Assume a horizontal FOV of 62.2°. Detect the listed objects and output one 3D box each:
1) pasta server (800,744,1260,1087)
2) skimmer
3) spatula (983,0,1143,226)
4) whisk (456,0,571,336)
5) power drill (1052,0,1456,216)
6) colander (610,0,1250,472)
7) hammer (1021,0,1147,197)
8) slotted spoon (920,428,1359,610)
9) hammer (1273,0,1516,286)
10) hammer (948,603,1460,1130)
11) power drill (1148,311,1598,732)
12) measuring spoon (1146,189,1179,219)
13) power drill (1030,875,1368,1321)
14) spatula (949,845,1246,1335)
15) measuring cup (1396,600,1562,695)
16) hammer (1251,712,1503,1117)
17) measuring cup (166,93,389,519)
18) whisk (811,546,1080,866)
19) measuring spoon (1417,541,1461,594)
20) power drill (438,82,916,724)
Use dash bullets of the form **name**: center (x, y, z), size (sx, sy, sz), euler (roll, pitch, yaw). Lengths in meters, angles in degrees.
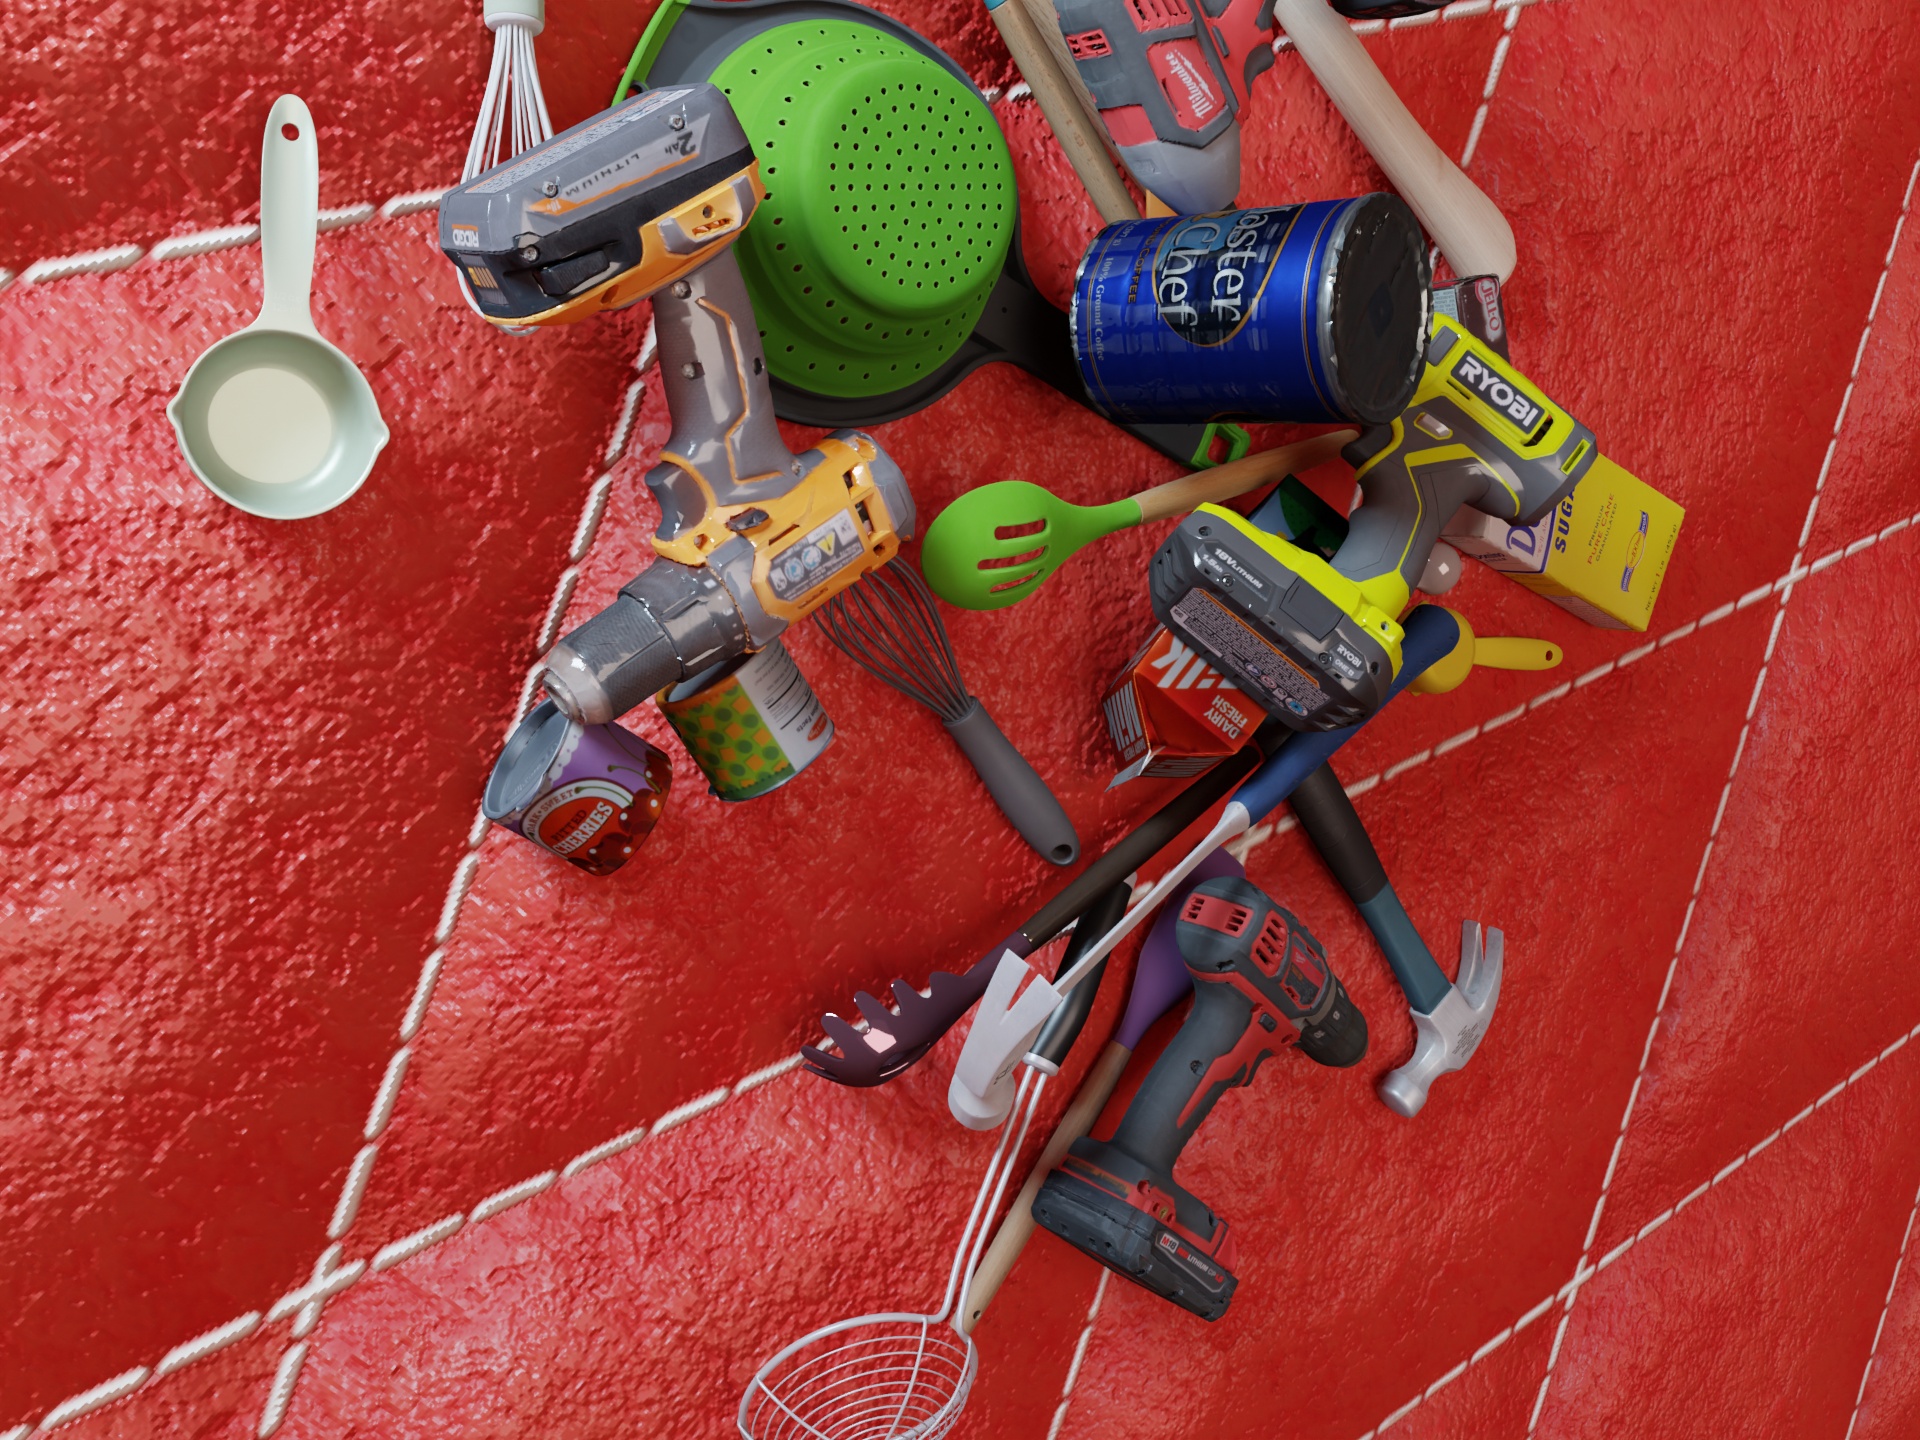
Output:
- **pasta server**: center (0.049, 0.099, 0.864), size (0.316, 0.040, 0.060), euler (-36, 154, -24)
- **skimmer**: center (0.000, 0.239, 0.872), size (0.127, 0.090, 0.363), euler (39, 67, -36)
- **spatula**: center (0.039, -0.327, 0.771), size (0.082, 0.044, 0.317), euler (-49, 119, -24)
- **whisk**: center (-0.191, -0.288, 0.677), size (0.059, 0.058, 0.246), euler (-6, 97, -65)
- **power drill**: center (0.155, -0.353, 0.791), size (0.220, 0.079, 0.143), euler (-43, 121, -15)
- **colander**: center (0.023, -0.213, 0.784), size (0.396, 0.094, 0.204), euler (23, 85, -31)
- **hammer**: center (0.058, -0.344, 0.824), size (0.331, 0.031, 0.130), euler (45, 74, -28)
- **slotted spoon**: center (0.112, -0.120, 0.857), size (0.313, 0.031, 0.070), euler (-21, 129, -33)
- **hammer**: center (0.194, -0.381, 0.884), size (0.410, 0.038, 0.146), euler (40, 62, -31)
- **hammer**: center (0.145, 0.056, 0.859), size (0.405, 0.035, 0.144), euler (-39, 159, -27)
- **power drill**: center (0.202, -0.126, 0.834), size (0.190, 0.080, 0.228), euler (39, 72, 2)
- **measuring spoon**: center (0.109, -0.284, 0.837), size (0.021, 0.011, 0.117), euler (-10, 106, -28)
- **power drill**: center (0.156, 0.224, 0.929), size (0.187, 0.080, 0.227), euler (44, 68, -39)
- **spatula**: center (0.082, 0.213, 0.924), size (0.059, 0.018, 0.316), euler (41, 75, -31)
- **measuring cup**: center (0.346, -0.044, 1.037), size (0.156, 0.029, 0.062), euler (1, 96, -28)
- **hammer**: center (0.251, 0.097, 0.999), size (0.128, 0.033, 0.330), euler (-43, 115, -18)
- **measuring cup**: center (-0.277, -0.165, 0.647), size (0.083, 0.038, 0.167), euler (1, 94, -31)
- **whisk**: center (-0.002, -0.002, 0.830), size (0.055, 0.055, 0.238), euler (-48, 121, -17)
- **measuring spoon**: center (0.270, -0.082, 0.994), size (0.124, 0.018, 0.034), euler (-21, 107, -26)
- **power drill**: center (-0.130, -0.123, 0.667), size (0.185, 0.084, 0.226), euler (-38, 125, -23)
